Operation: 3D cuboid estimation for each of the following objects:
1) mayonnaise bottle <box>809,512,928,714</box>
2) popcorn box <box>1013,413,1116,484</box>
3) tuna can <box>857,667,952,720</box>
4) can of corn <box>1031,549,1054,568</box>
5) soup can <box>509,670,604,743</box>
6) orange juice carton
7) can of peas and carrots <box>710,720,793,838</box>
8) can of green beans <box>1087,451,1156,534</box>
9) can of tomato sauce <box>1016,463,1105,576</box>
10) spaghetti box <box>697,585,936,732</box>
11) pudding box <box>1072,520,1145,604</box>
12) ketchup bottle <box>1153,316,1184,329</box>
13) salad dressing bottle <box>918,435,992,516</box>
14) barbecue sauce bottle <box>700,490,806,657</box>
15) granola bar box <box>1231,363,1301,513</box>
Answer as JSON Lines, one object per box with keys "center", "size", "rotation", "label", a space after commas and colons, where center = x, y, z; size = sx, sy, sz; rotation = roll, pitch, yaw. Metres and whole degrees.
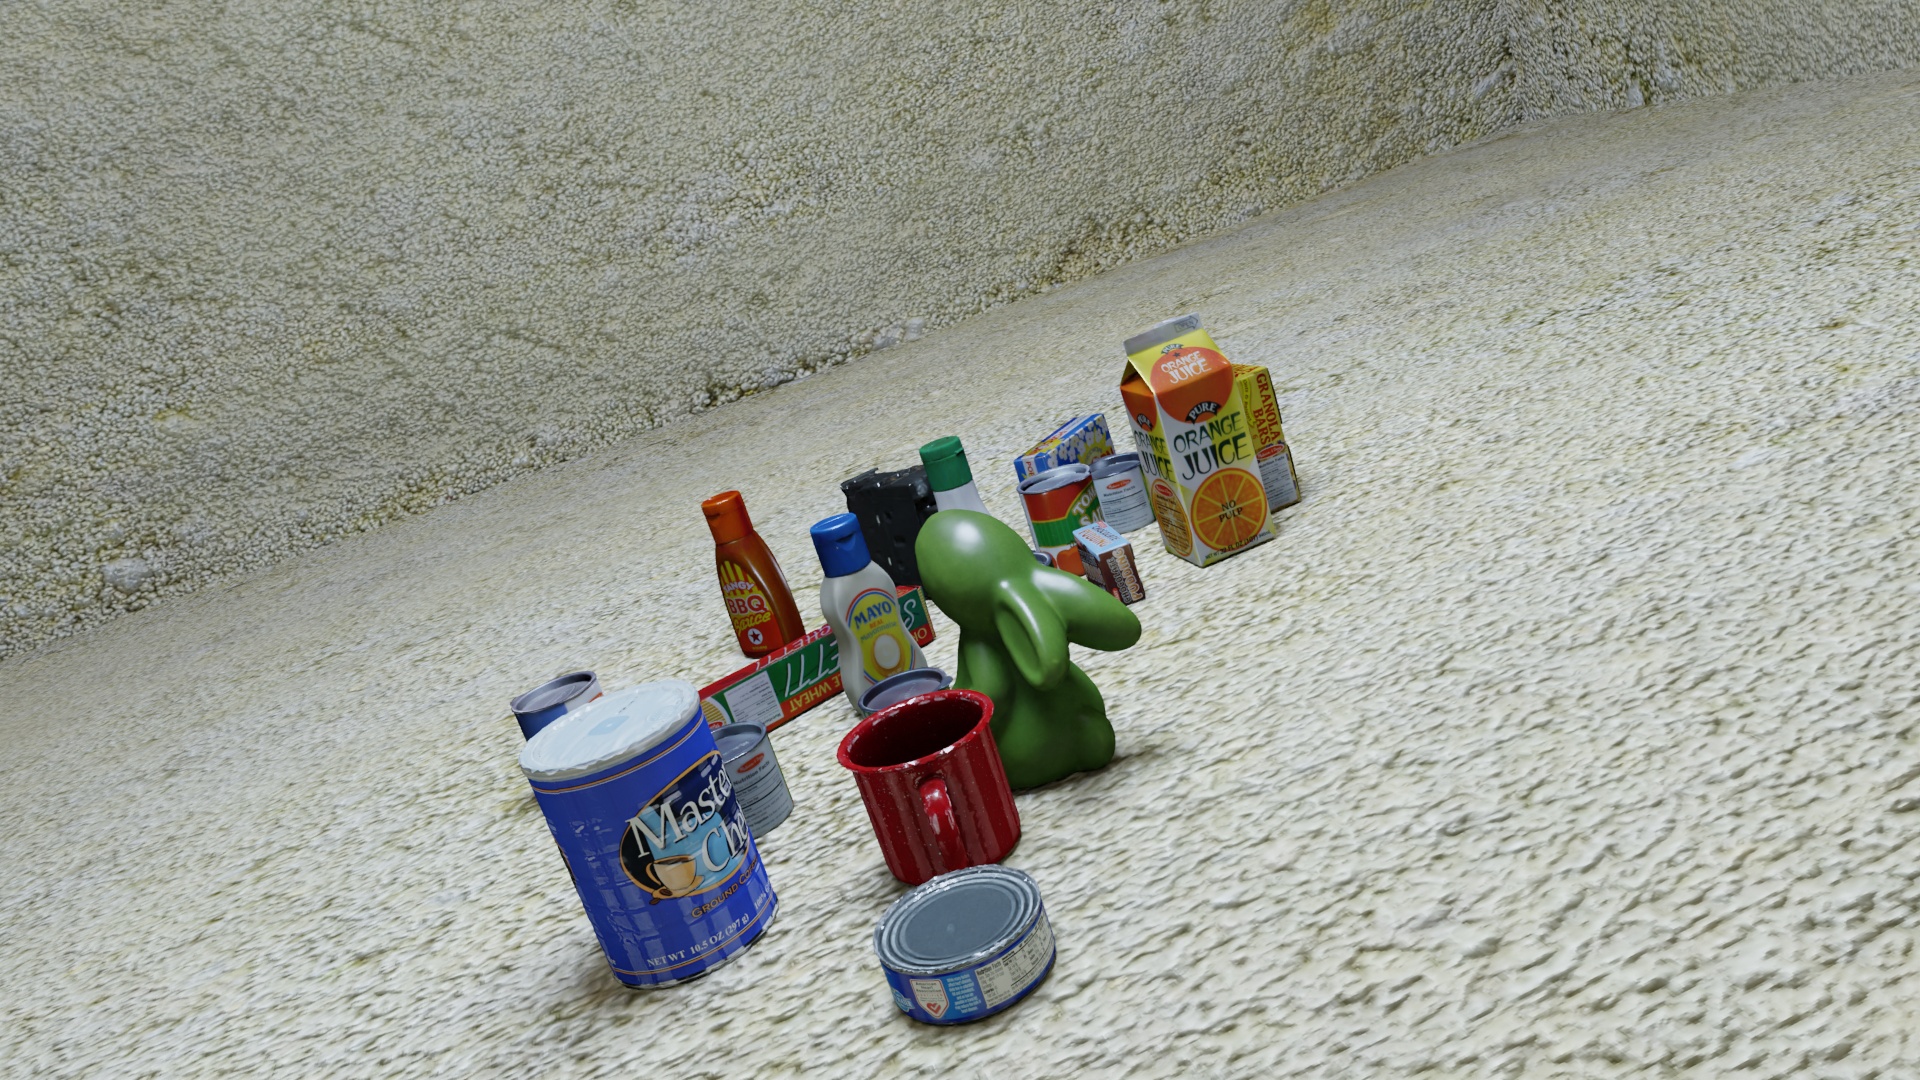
{"center": [-0.072, 0.054, 1.030], "size": [0.065, 0.147, 0.041], "rotation": [-25, 17, -23], "label": "mayonnaise bottle"}
{"center": [0.107, -0.062, 1.339], "size": [0.038, 0.085, 0.127], "rotation": [-6, 20, 37], "label": "popcorn box"}
{"center": [-0.034, 0.119, 0.983], "size": [0.071, 0.032, 0.071], "rotation": [-16, 16, 5], "label": "tuna can"}
{"center": [0.048, 0.047, 1.087], "size": [0.071, 0.058, 0.071], "rotation": [-17, 16, 5], "label": "can of corn"}
{"center": [-0.297, 0.152, 1.062], "size": [0.071, 0.083, 0.071], "rotation": [-17, 16, 5], "label": "soup can"}
{"center": [0.187, -0.083, 1.129], "size": [0.072, 0.192, 0.073], "rotation": [-21, 16, -12], "label": "orange juice carton"}
{"center": [-0.152, 0.161, 0.922], "size": [0.071, 0.058, 0.071], "rotation": [-17, 16, 5], "label": "can of peas and carrots"}
{"center": [0.147, -0.043, 1.284], "size": [0.071, 0.057, 0.071], "rotation": [-17, 16, 5], "label": "can of green beans"}
{"center": [0.093, -0.016, 1.206], "size": [0.071, 0.083, 0.071], "rotation": [-17, 16, 5], "label": "can of tomato sauce"}
{"center": [-0.128, 0.107, 1.090], "size": [0.251, 0.050, 0.028], "rotation": [-27, 18, -30], "label": "spaghetti box"}
{"center": [0.120, 0.018, 1.123], "size": [0.030, 0.049, 0.084], "rotation": [-19, 16, -4], "label": "pudding box"}
{"center": [0.228, -0.147, 1.376], "size": [0.044, 0.148, 0.064], "rotation": [-26, 17, -25], "label": "ketchup bottle"}
{"center": [0.004, -0.015, 1.178], "size": [0.044, 0.147, 0.064], "rotation": [-6, 20, 37], "label": "salad dressing bottle"}
{"center": [-0.188, 0.030, 1.235], "size": [0.065, 0.148, 0.044], "rotation": [-8, 18, 32], "label": "barbecue sauce bottle"}
{"center": [0.236, -0.098, 1.252], "size": [0.039, 0.124, 0.166], "rotation": [-22, 16, -13], "label": "granola bar box"}
